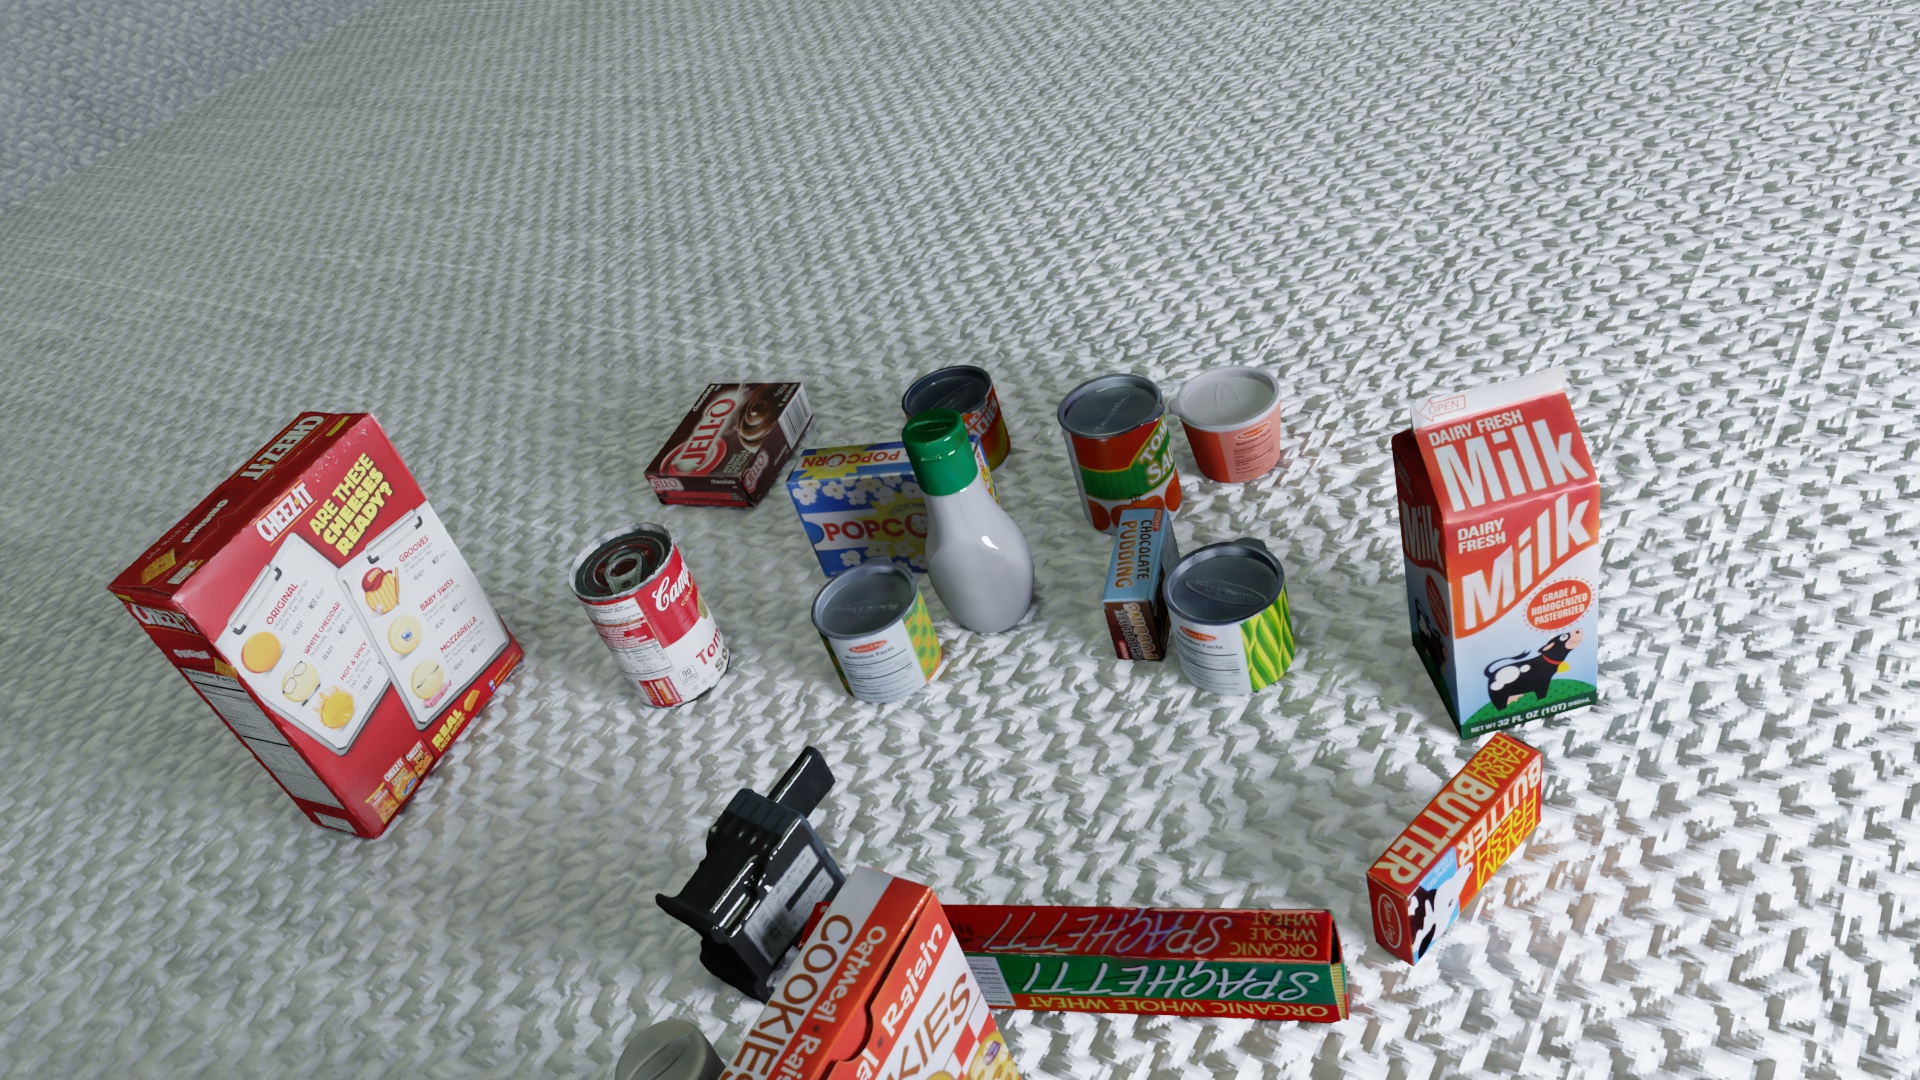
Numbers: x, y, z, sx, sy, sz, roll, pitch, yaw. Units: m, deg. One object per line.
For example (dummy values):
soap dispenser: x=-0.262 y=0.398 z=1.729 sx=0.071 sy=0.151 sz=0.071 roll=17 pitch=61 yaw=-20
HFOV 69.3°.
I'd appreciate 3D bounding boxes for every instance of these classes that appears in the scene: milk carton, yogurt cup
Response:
milk carton: x=0.259 y=0.001 z=0.673 sx=0.072 sy=0.189 sz=0.074 roll=-15 pitch=38 yaw=5
yogurt cup: x=0.178 y=-0.074 z=0.908 sx=0.072 sy=0.053 sz=0.073 roll=-12 pitch=39 yaw=9

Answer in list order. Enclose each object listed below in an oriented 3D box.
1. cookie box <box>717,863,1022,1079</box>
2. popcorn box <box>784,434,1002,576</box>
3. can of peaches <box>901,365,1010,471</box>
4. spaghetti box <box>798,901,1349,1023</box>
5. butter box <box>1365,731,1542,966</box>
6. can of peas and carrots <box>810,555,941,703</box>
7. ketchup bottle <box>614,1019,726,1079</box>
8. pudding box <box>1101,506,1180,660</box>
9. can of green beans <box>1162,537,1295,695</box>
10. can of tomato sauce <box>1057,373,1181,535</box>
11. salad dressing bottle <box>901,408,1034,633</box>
cookie box: x=-0.031 y=0.226 z=0.539 sx=0.040 sy=0.166 sz=0.123 roll=8 pitch=46 yaw=31
popcorn box: x=-0.039 y=-0.021 z=0.908 sx=0.126 sy=0.084 sz=0.038 roll=-4 pitch=41 yaw=19
can of peaches: x=-0.001 y=-0.082 z=0.987 sx=0.071 sy=0.057 sz=0.071 roll=-12 pitch=39 yaw=9
spaghetti box: x=0.050 y=0.194 z=0.640 sx=0.250 sy=0.050 sz=0.029 roll=-4 pitch=40 yaw=18
butter box: x=0.226 y=0.139 z=0.631 sx=0.104 sy=0.053 sz=0.024 roll=-38 pitch=42 yaw=-23
can of peas and carrots: x=-0.050 y=0.054 z=0.843 sx=0.071 sy=0.058 sz=0.071 roll=-12 pitch=39 yaw=9
ketchup bottle: x=-0.092 y=0.246 z=0.556 sx=0.065 sy=0.148 sz=0.043 roll=-38 pitch=42 yaw=-22
pudding box: x=0.108 y=0.025 z=0.821 sx=0.030 sy=0.049 sz=0.084 roll=-3 pitch=41 yaw=20
can of green beans: x=0.150 y=0.044 z=0.774 sx=0.071 sy=0.057 sz=0.071 roll=-12 pitch=39 yaw=9
can of tomato sauce: x=0.105 y=-0.054 z=0.891 sx=0.071 sy=0.082 sz=0.071 roll=-12 pitch=39 yaw=10
salad dressing bottle: x=0.003 y=-0.010 z=0.827 sx=0.064 sy=0.147 sz=0.044 roll=-5 pitch=40 yaw=18
